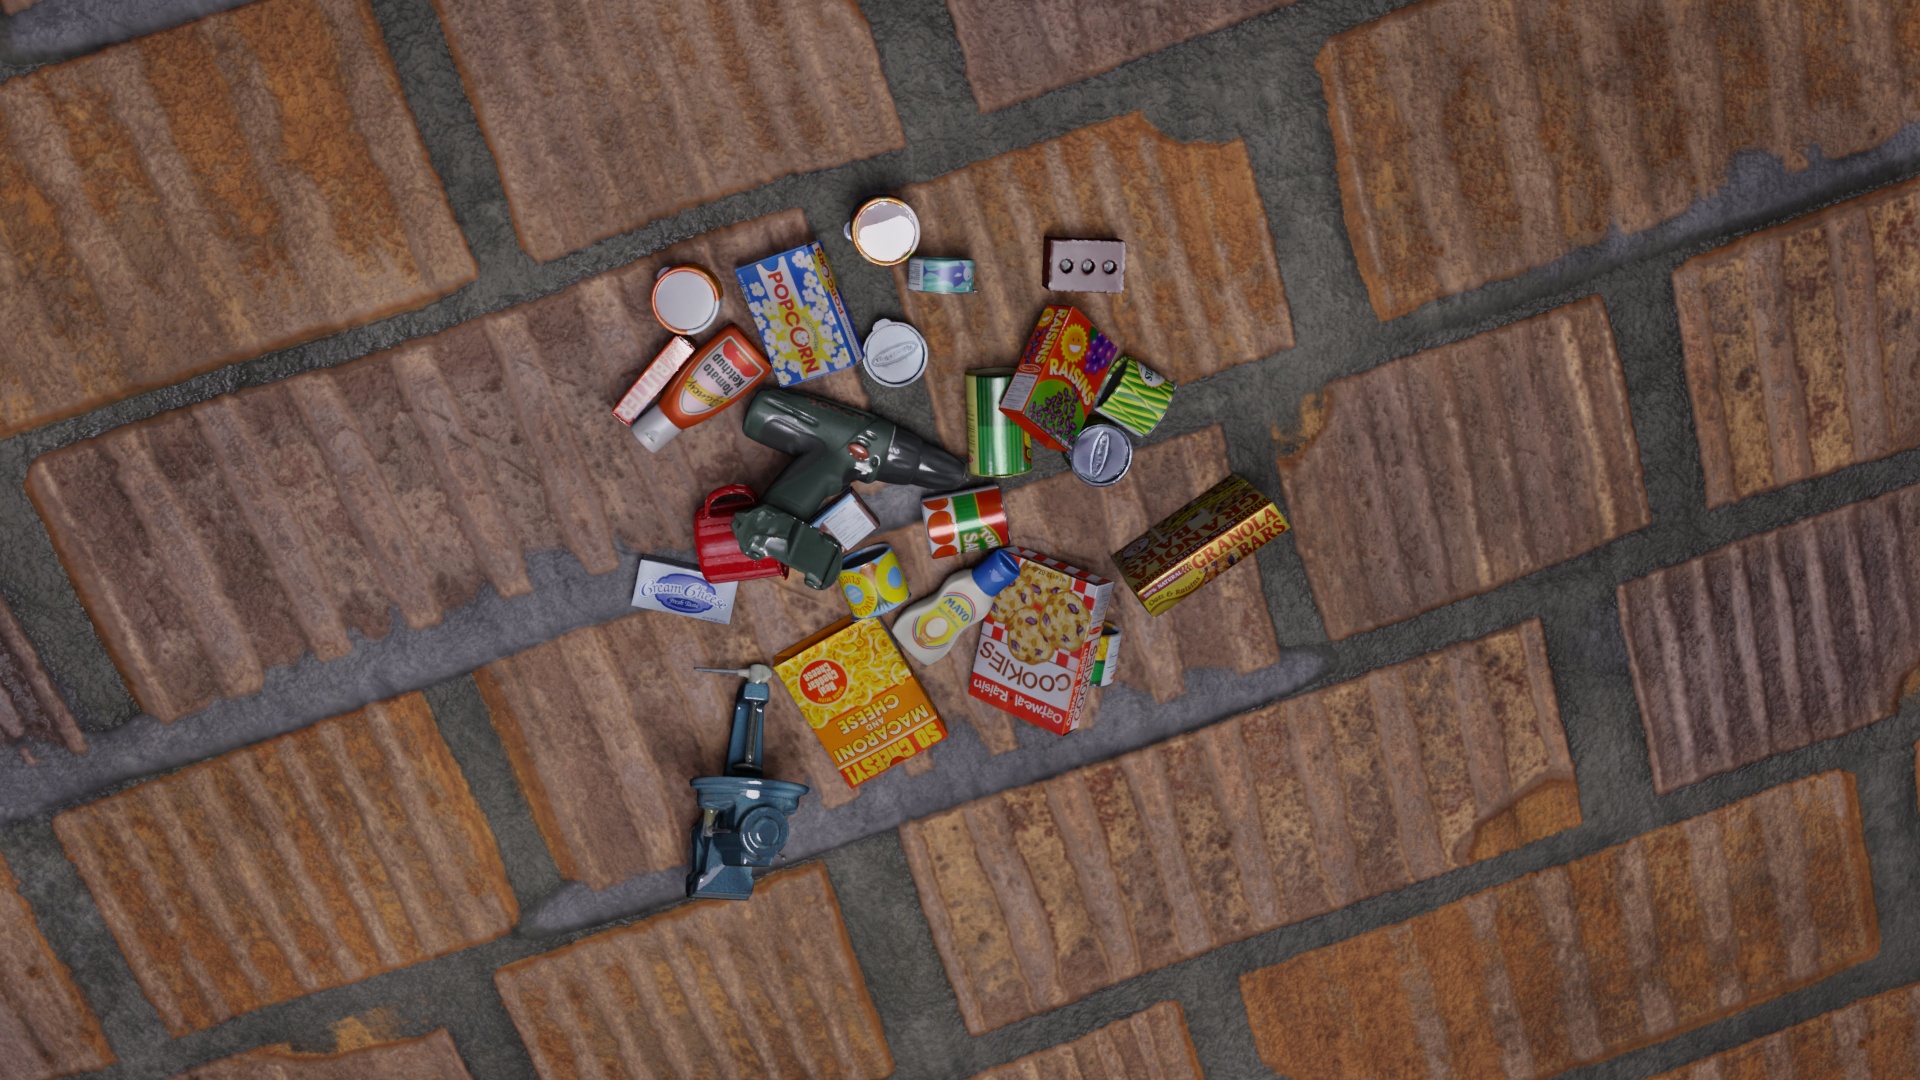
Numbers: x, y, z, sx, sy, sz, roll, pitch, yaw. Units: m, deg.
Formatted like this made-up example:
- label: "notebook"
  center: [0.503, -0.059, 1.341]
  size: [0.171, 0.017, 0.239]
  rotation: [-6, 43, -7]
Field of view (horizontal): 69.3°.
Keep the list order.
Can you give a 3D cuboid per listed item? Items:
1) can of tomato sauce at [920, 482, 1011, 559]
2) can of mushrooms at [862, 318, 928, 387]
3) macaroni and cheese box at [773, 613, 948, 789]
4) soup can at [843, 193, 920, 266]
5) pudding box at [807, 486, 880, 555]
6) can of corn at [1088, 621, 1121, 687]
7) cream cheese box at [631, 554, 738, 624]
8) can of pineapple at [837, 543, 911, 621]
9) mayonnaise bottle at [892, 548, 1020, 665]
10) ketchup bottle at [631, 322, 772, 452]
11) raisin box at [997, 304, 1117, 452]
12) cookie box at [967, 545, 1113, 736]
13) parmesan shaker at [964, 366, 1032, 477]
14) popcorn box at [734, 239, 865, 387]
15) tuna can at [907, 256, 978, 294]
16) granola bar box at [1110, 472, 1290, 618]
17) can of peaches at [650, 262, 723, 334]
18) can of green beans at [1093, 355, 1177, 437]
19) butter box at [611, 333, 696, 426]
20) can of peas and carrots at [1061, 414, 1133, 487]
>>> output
- label: "can of tomato sauce"
  center: [0.005, -0.018, 1.442]
  size: [0.083, 0.071, 0.071]
  rotation: [-11, 106, -3]
- label: "can of mushrooms"
  center: [-0.068, -0.193, 1.406]
  size: [0.071, 0.033, 0.070]
  rotation: [-2, 106, -5]
- label: "macaroni and cheese box"
  center: [-0.106, 0.169, 1.494]
  size: [0.124, 0.040, 0.166]
  rotation: [-29, 106, 3]
- label: "soup can"
  center: [-0.077, -0.302, 1.350]
  size: [0.071, 0.084, 0.071]
  rotation: [-2, 106, -5]
- label: "pudding box"
  center: [-0.131, -0.011, 1.449]
  size: [0.083, 0.030, 0.049]
  rotation: [-39, 107, 5]
- label: "can of corn"
  center: [0.134, 0.119, 1.495]
  size: [0.071, 0.071, 0.058]
  rotation: [7, 103, -8]
- label: "cream cheese box"
  center: [-0.287, 0.051, 1.451]
  size: [0.104, 0.024, 0.053]
  rotation: [12, 102, -9]
- label: "can of pineapple"
  center: [-0.093, 0.043, 1.447]
  size: [0.071, 0.071, 0.057]
  rotation: [-21, 106, 0]
- label: "mayonnaise bottle"
  center: [-0.002, 0.066, 1.459]
  size: [0.147, 0.041, 0.064]
  rotation: [-41, 99, 23]
- label: "ketchup bottle"
  center: [-0.263, -0.148, 1.391]
  size: [0.148, 0.044, 0.064]
  rotation: [-40, 111, 5]
- label: "raisin box"
  center: [0.099, -0.163, 1.393]
  size: [0.086, 0.040, 0.123]
  rotation: [34, 77, -41]
- label: "cookie box"
  center: [0.082, 0.105, 1.464]
  size: [0.123, 0.040, 0.167]
  rotation: [20, 106, 30]
- label: "parmesan shaker"
  center: [0.040, -0.122, 1.417]
  size: [0.071, 0.071, 0.102]
  rotation: [-4, 105, -5]
- label: "popcorn box"
  center: [-0.157, -0.223, 1.369]
  size: [0.085, 0.038, 0.126]
  rotation: [-13, 108, 25]
- label: "tuna can"
  center: [-0.017, -0.263, 1.376]
  size: [0.071, 0.071, 0.032]
  rotation: [0, 105, -6]
- label: "granola bar box"
  center: [0.245, 0.002, 1.446]
  size: [0.165, 0.124, 0.039]
  rotation: [-34, 107, 3]
- label: "can of peaches"
  center: [-0.269, -0.238, 1.358]
  size: [0.071, 0.058, 0.071]
  rotation: [-2, 106, -6]
- label: "can of green beans"
  center: [0.178, -0.149, 1.428]
  size: [0.058, 0.071, 0.071]
  rotation: [30, 100, -13]
- label: "butter box"
  center: [-0.303, -0.163, 1.377]
  size: [0.024, 0.053, 0.103]
  rotation: [40, 97, -17]
- label: "can of peas and carrots"
  center: [0.139, -0.094, 1.442]
  size: [0.071, 0.059, 0.070]
  rotation: [-1, 105, -5]
